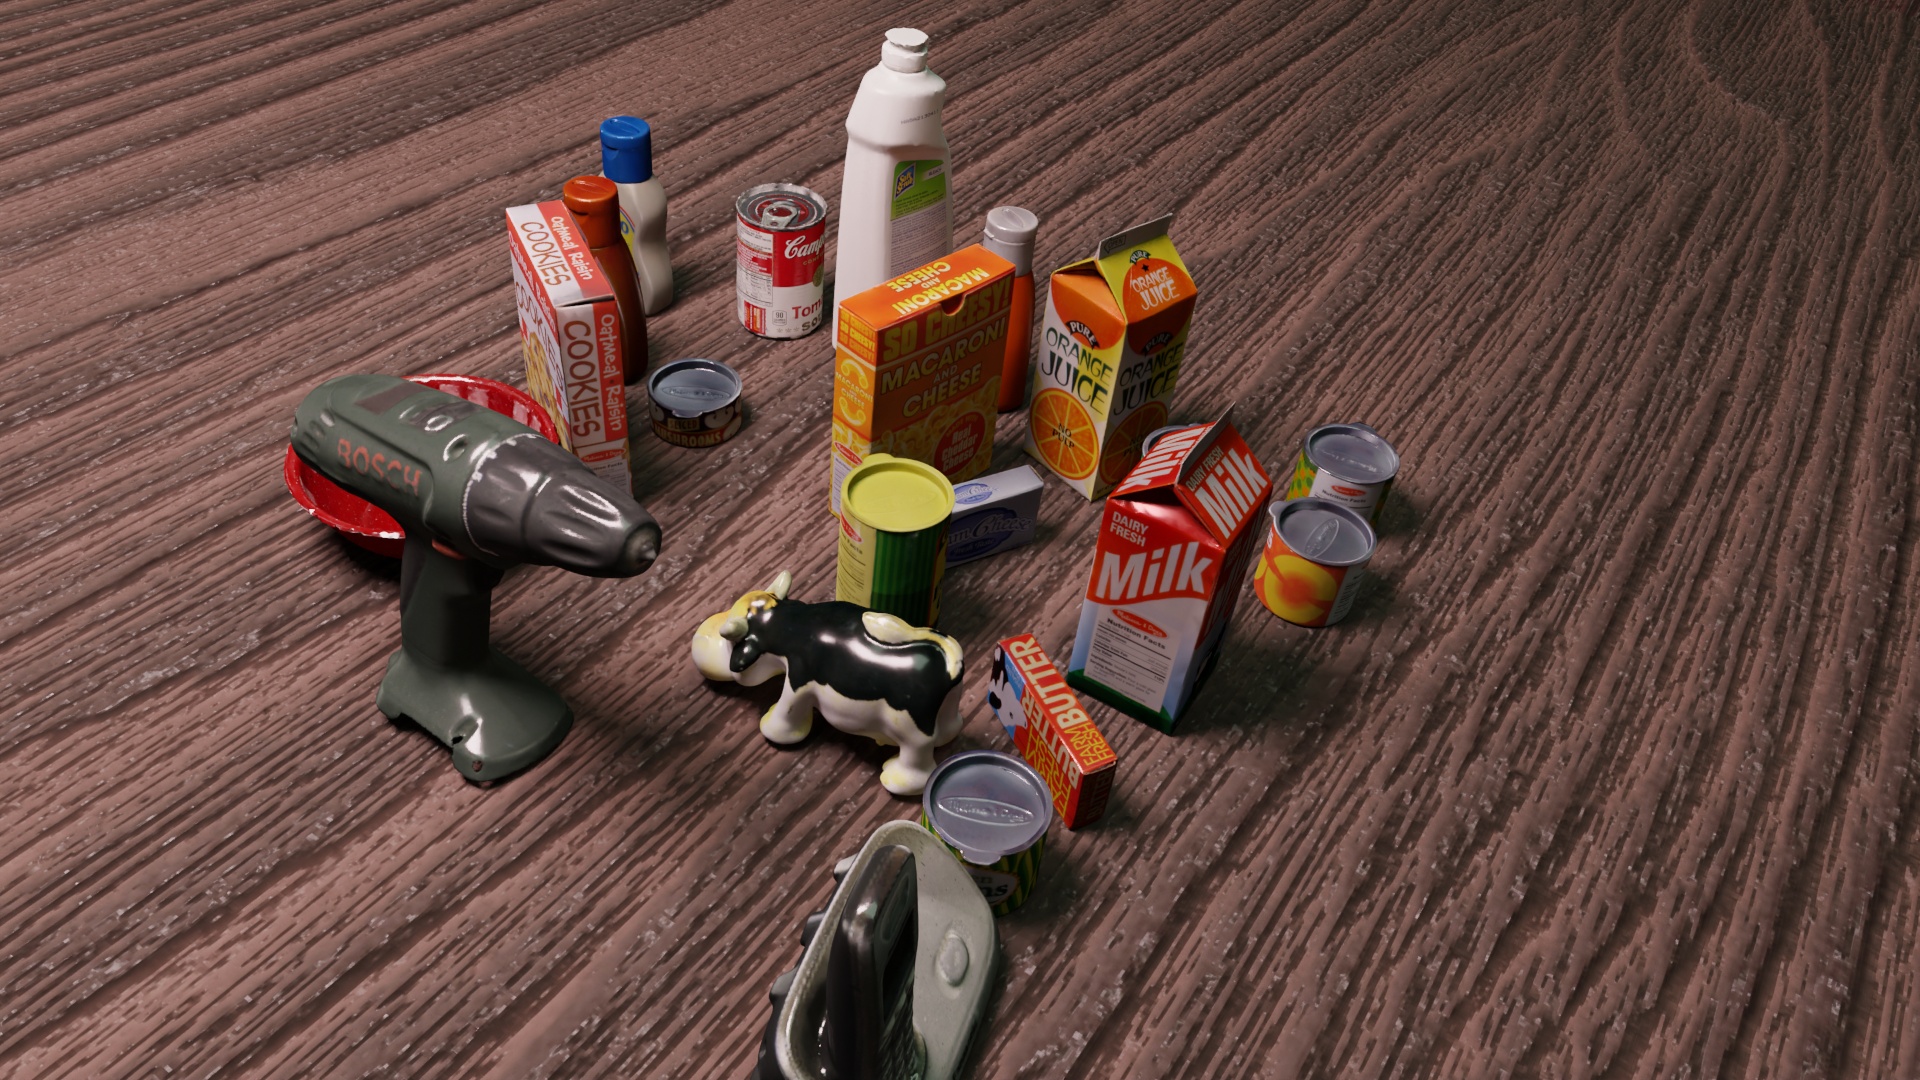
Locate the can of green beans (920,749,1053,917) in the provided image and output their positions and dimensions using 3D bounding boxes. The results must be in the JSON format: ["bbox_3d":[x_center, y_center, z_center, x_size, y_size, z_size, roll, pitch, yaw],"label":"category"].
[{"bbox_3d":[0.011,0.152,0.718,0.071,0.057,0.071,4,41,-4],"label":"can of green beans"}]

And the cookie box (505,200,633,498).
[{"bbox_3d":[-0.251,-0.116,0.899,0.040,0.166,0.123,-15,46,-23],"label":"cookie box"}]

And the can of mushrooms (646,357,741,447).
[{"bbox_3d":[-0.189,-0.097,0.987,0.071,0.033,0.071,4,41,-4],"label":"can of mushrooms"}]

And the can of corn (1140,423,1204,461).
[{"bbox_3d":[0.153,-0.038,0.952,0.071,0.058,0.071,4,41,-4],"label":"can of corn"}]

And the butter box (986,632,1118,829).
[{"bbox_3d":[0.050,0.106,0.779,0.024,0.052,0.104,-14,46,-23],"label":"butter box"}]

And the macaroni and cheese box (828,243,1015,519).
[{"bbox_3d":[-0.025,-0.097,0.911,0.040,0.165,0.124,36,49,29],"label":"macaroni and cheese box"}]

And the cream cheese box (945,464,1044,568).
[{"bbox_3d":[0.003,-0.011,0.904,0.104,0.053,0.024,-16,47,-25],"label":"cream cheese box"}]

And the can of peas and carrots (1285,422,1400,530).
[{"bbox_3d":[0.267,-0.041,0.972,0.071,0.058,0.071,4,41,-4],"label":"can of peas and carrots"}]

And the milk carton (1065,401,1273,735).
[{"bbox_3d":[0.121,0.013,0.791,0.073,0.189,0.073,25,44,19],"label":"milk carton"}]

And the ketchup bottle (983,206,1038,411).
[{"bbox_3d":[0.029,-0.169,1.014,0.044,0.148,0.065,-15,46,-24],"label":"ketchup bottle"}]

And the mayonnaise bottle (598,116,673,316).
[{"bbox_3d":[-0.253,-0.248,1.061,0.065,0.147,0.041,28,45,21],"label":"mayonnaise bottle"}]

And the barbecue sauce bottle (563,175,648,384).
[{"bbox_3d":[-0.258,-0.185,0.990,0.065,0.147,0.044,20,43,13],"label":"barbecue sauce bottle"}]

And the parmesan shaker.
[{"bbox_3d":[-0.042,0.009,0.837,0.071,0.102,0.072,4,41,-4],"label":"parmesan shaker"}]

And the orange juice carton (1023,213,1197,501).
[{"bbox_3d":[0.103,-0.129,0.947,0.072,0.191,0.073,-27,52,-33],"label":"orange juice carton"}]

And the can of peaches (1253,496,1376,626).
[{"bbox_3d":[0.228,0.013,0.906,0.071,0.057,0.071,4,41,-4],"label":"can of peaches"}]
